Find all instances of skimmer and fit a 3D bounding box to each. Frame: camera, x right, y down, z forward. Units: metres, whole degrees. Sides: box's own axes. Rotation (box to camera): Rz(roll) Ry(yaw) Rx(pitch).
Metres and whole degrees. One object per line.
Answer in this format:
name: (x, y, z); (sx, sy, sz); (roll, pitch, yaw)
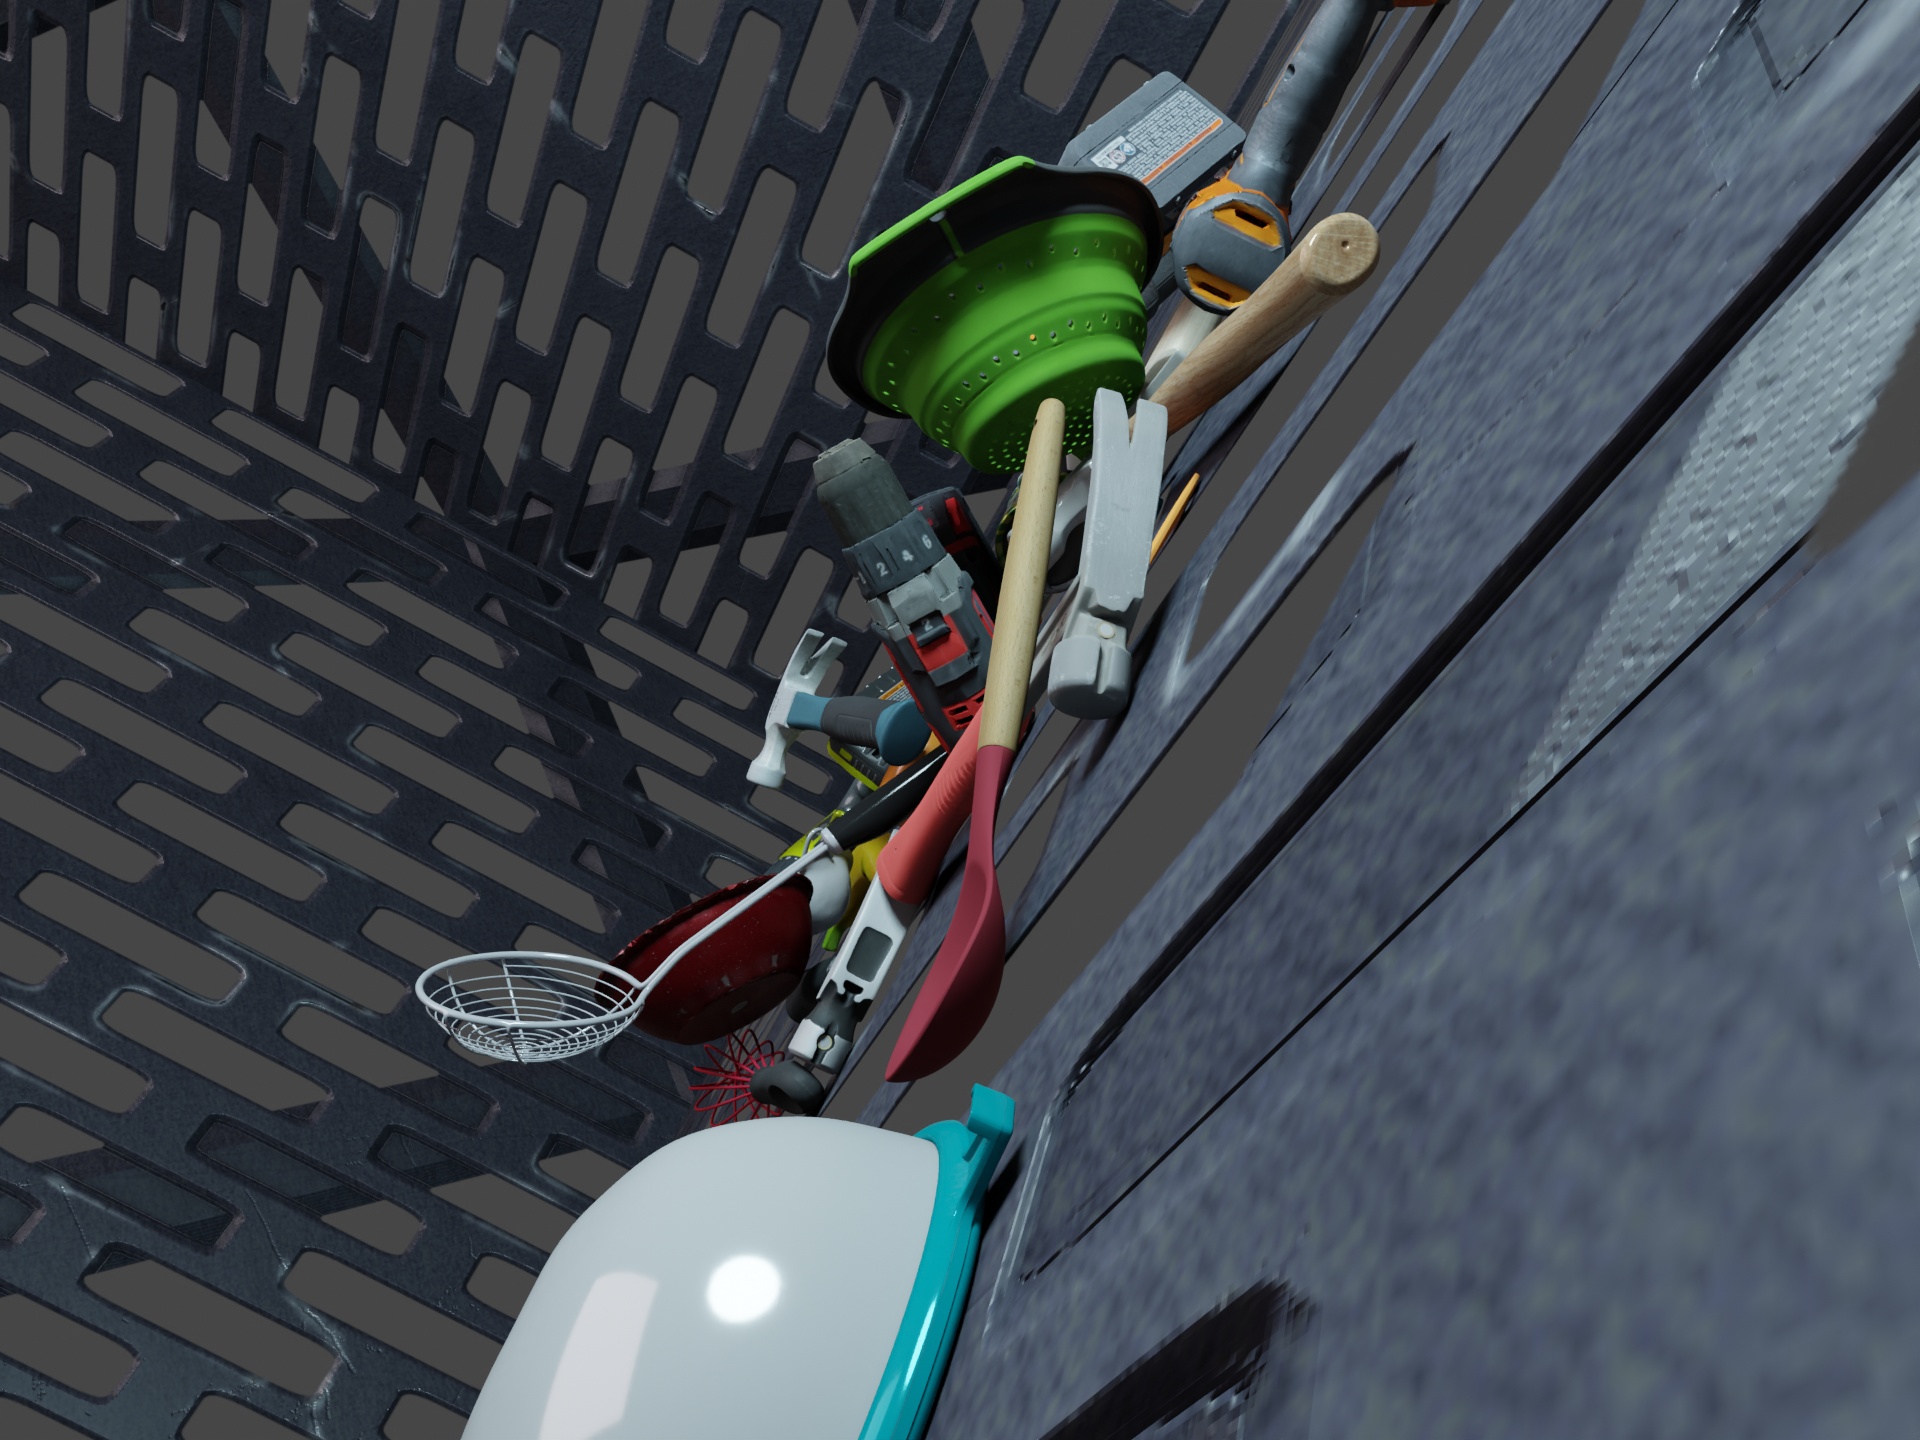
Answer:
skimmer: (-0.142, 0.085, 0.942); (0.363, 0.090, 0.127); (-35, 17, -8)

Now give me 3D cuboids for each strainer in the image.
strainer: (-0.129, 0.168, 1.197); (0.087, 0.050, 0.258); (-22, -24, -36)
strainer: (-0.101, 0.214, 0.491); (0.211, 0.095, 0.340); (-64, 6, -29)

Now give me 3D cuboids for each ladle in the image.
ladle: (0.016, -0.008, 0.615); (0.069, 0.031, 0.316); (124, 160, -55)

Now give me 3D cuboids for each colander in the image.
colander: (0.059, -0.193, 0.962); (0.204, 0.094, 0.397); (-28, -14, 11)

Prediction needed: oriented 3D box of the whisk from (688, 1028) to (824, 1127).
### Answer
whisk: (-0.128, 0.234, 1.021); (0.073, 0.073, 0.296); (-63, 9, -18)

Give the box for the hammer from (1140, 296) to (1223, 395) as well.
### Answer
hammer: (0.217, -0.382, 1.062); (0.411, 0.038, 0.146); (-62, 2, -11)

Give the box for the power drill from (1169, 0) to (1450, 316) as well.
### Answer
power drill: (0.181, -0.331, 0.844); (0.164, 0.084, 0.226); (-69, 5, -68)

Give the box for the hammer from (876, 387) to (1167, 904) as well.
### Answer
hammer: (0.017, -0.001, 0.780); (0.359, 0.036, 0.149); (121, 162, -60)

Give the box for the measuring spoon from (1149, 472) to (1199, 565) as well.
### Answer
measuring spoon: (0.089, -0.071, 0.718); (0.117, 0.011, 0.021); (-60, 1, -33)

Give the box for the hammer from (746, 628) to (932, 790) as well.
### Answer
hammer: (-0.086, -0.001, 1.132); (0.331, 0.033, 0.128); (8, 79, 70)

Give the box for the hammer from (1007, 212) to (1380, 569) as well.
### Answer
hammer: (0.109, -0.155, 0.742); (0.130, 0.031, 0.331); (-48, 4, -13)

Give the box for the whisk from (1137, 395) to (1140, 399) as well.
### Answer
whisk: (0.098, -0.201, 1.278); (0.058, 0.059, 0.246); (-33, -5, -24)

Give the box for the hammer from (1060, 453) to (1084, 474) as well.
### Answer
hammer: (0.038, -0.116, 1.307); (0.336, 0.034, 0.127); (118, 154, -49)

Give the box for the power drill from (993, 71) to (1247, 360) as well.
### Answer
power drill: (0.114, -0.319, 1.067); (0.185, 0.084, 0.226); (-44, -9, -26)

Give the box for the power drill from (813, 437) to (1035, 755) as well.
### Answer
power drill: (-0.023, -0.086, 0.950); (0.080, 0.188, 0.227); (-28, 12, 7)

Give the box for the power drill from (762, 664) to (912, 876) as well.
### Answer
power drill: (-0.090, 0.075, 1.290); (0.190, 0.080, 0.228); (-40, -16, -53)

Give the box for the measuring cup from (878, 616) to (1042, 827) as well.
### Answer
measuring cup: (-0.002, -0.003, 1.074); (0.174, 0.052, 0.095); (-64, 4, -9)

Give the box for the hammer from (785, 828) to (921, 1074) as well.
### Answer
hammer: (-0.081, 0.165, 1.060); (0.146, 0.035, 0.334); (-63, 4, -17)

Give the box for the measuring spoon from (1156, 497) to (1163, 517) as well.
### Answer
measuring spoon: (0.079, -0.084, 0.804); (0.042, 0.021, 0.129); (-59, 2, 30)
